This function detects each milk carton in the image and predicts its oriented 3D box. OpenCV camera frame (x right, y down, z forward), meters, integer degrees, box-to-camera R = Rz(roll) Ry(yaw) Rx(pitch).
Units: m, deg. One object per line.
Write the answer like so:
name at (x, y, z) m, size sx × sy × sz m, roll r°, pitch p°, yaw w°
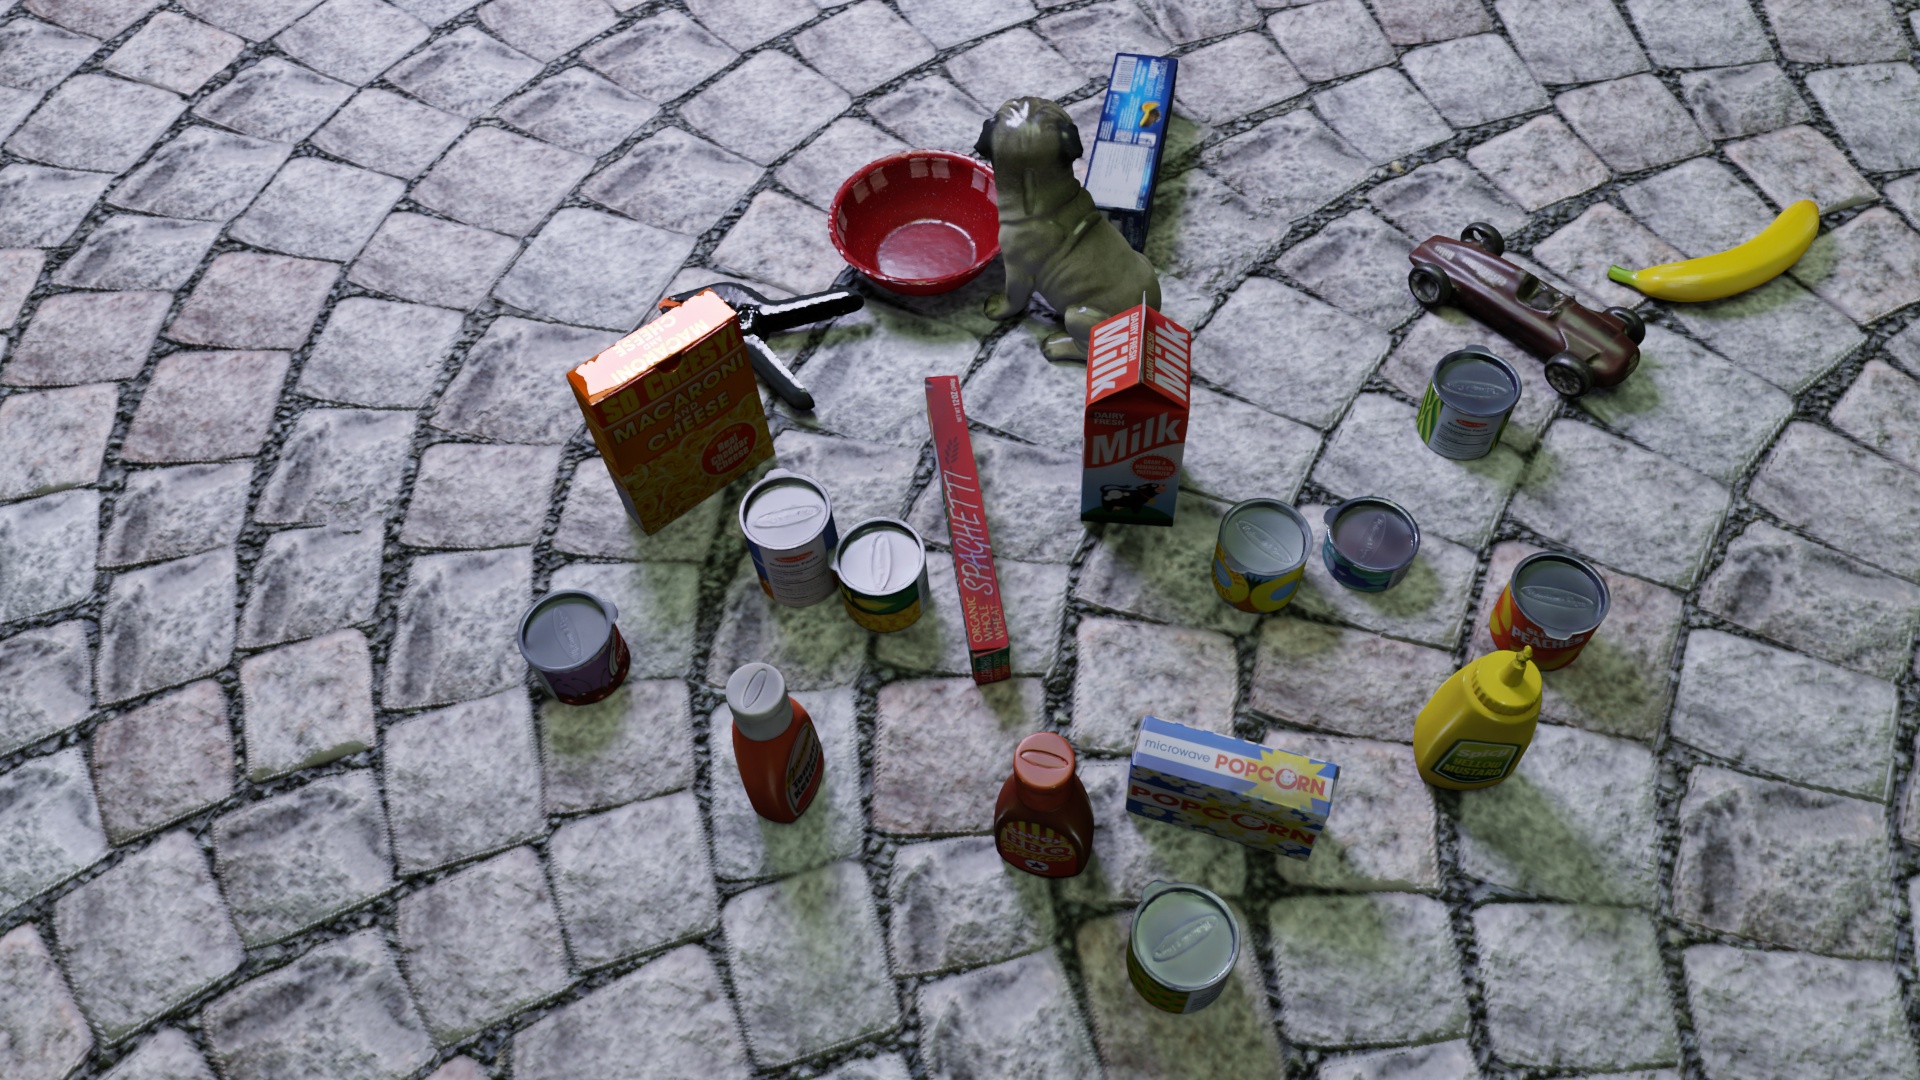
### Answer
milk carton at (0.126, -0.091, 1.001) m, size 0.073 × 0.189 × 0.073 m, roll 3°, pitch 58°, yaw 5°

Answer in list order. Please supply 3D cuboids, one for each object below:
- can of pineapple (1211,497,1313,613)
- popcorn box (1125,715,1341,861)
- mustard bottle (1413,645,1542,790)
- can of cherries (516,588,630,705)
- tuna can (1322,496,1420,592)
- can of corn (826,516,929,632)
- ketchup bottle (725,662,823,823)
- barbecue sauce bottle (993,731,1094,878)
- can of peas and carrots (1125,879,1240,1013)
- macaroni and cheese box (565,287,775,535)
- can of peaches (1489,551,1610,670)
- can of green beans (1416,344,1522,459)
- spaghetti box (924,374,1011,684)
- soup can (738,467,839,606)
can of pineapple at (0.216, 0.012, 1.009) m, size 0.071 × 0.057 × 0.071 m, roll -1°, pitch 57°, yaw 2°
popcorn box at (0.173, 0.161, 0.900) m, size 0.127 × 0.084 × 0.038 m, roll 14°, pitch 59°, yaw 11°
mustard bottle at (0.332, 0.109, 0.880) m, size 0.065 × 0.159 × 0.049 m, roll 3°, pitch 58°, yaw 5°
can of cherries at (-0.272, 0.076, 0.992) m, size 0.071 × 0.058 × 0.072 m, roll -1°, pitch 57°, yaw 2°
tuna can at (0.300, 0.002, 1.026) m, size 0.071 × 0.032 × 0.071 m, roll -1°, pitch 57°, yaw 2°
can of corn at (-0.059, 0.026, 1.014) m, size 0.071 × 0.058 × 0.071 m, roll -1°, pitch 57°, yaw 2°
ketchup bottle at (-0.122, 0.128, 0.898) m, size 0.043 × 0.148 × 0.065 m, roll 15°, pitch 60°, yaw 12°
barbecue sauce bottle at (0.052, 0.165, 0.865) m, size 0.065 × 0.147 × 0.044 m, roll 12°, pitch 59°, yaw 10°
can of peas and carrots at (0.135, 0.251, 0.859) m, size 0.071 × 0.058 × 0.071 m, roll -1°, pitch 57°, yaw 2°
macaroni and cheese box at (-0.209, -0.092, 1.033) m, size 0.124 × 0.165 × 0.040 m, roll -36°, pitch 63°, yaw -18°
can of peaches at (0.411, 0.052, 0.973) m, size 0.071 × 0.057 × 0.071 m, roll -1°, pitch 57°, yaw 2°
can of green beans at (0.392, -0.105, 1.075) m, size 0.071 × 0.057 × 0.071 m, roll -1°, pitch 57°, yaw 2°
spaghetti box at (0.004, -0.013, 1.040) m, size 0.029 × 0.050 × 0.251 m, roll -9°, pitch 57°, yaw -2°
soup can at (-0.123, -0.002, 1.019) m, size 0.071 × 0.083 × 0.071 m, roll -1°, pitch 58°, yaw 2°
